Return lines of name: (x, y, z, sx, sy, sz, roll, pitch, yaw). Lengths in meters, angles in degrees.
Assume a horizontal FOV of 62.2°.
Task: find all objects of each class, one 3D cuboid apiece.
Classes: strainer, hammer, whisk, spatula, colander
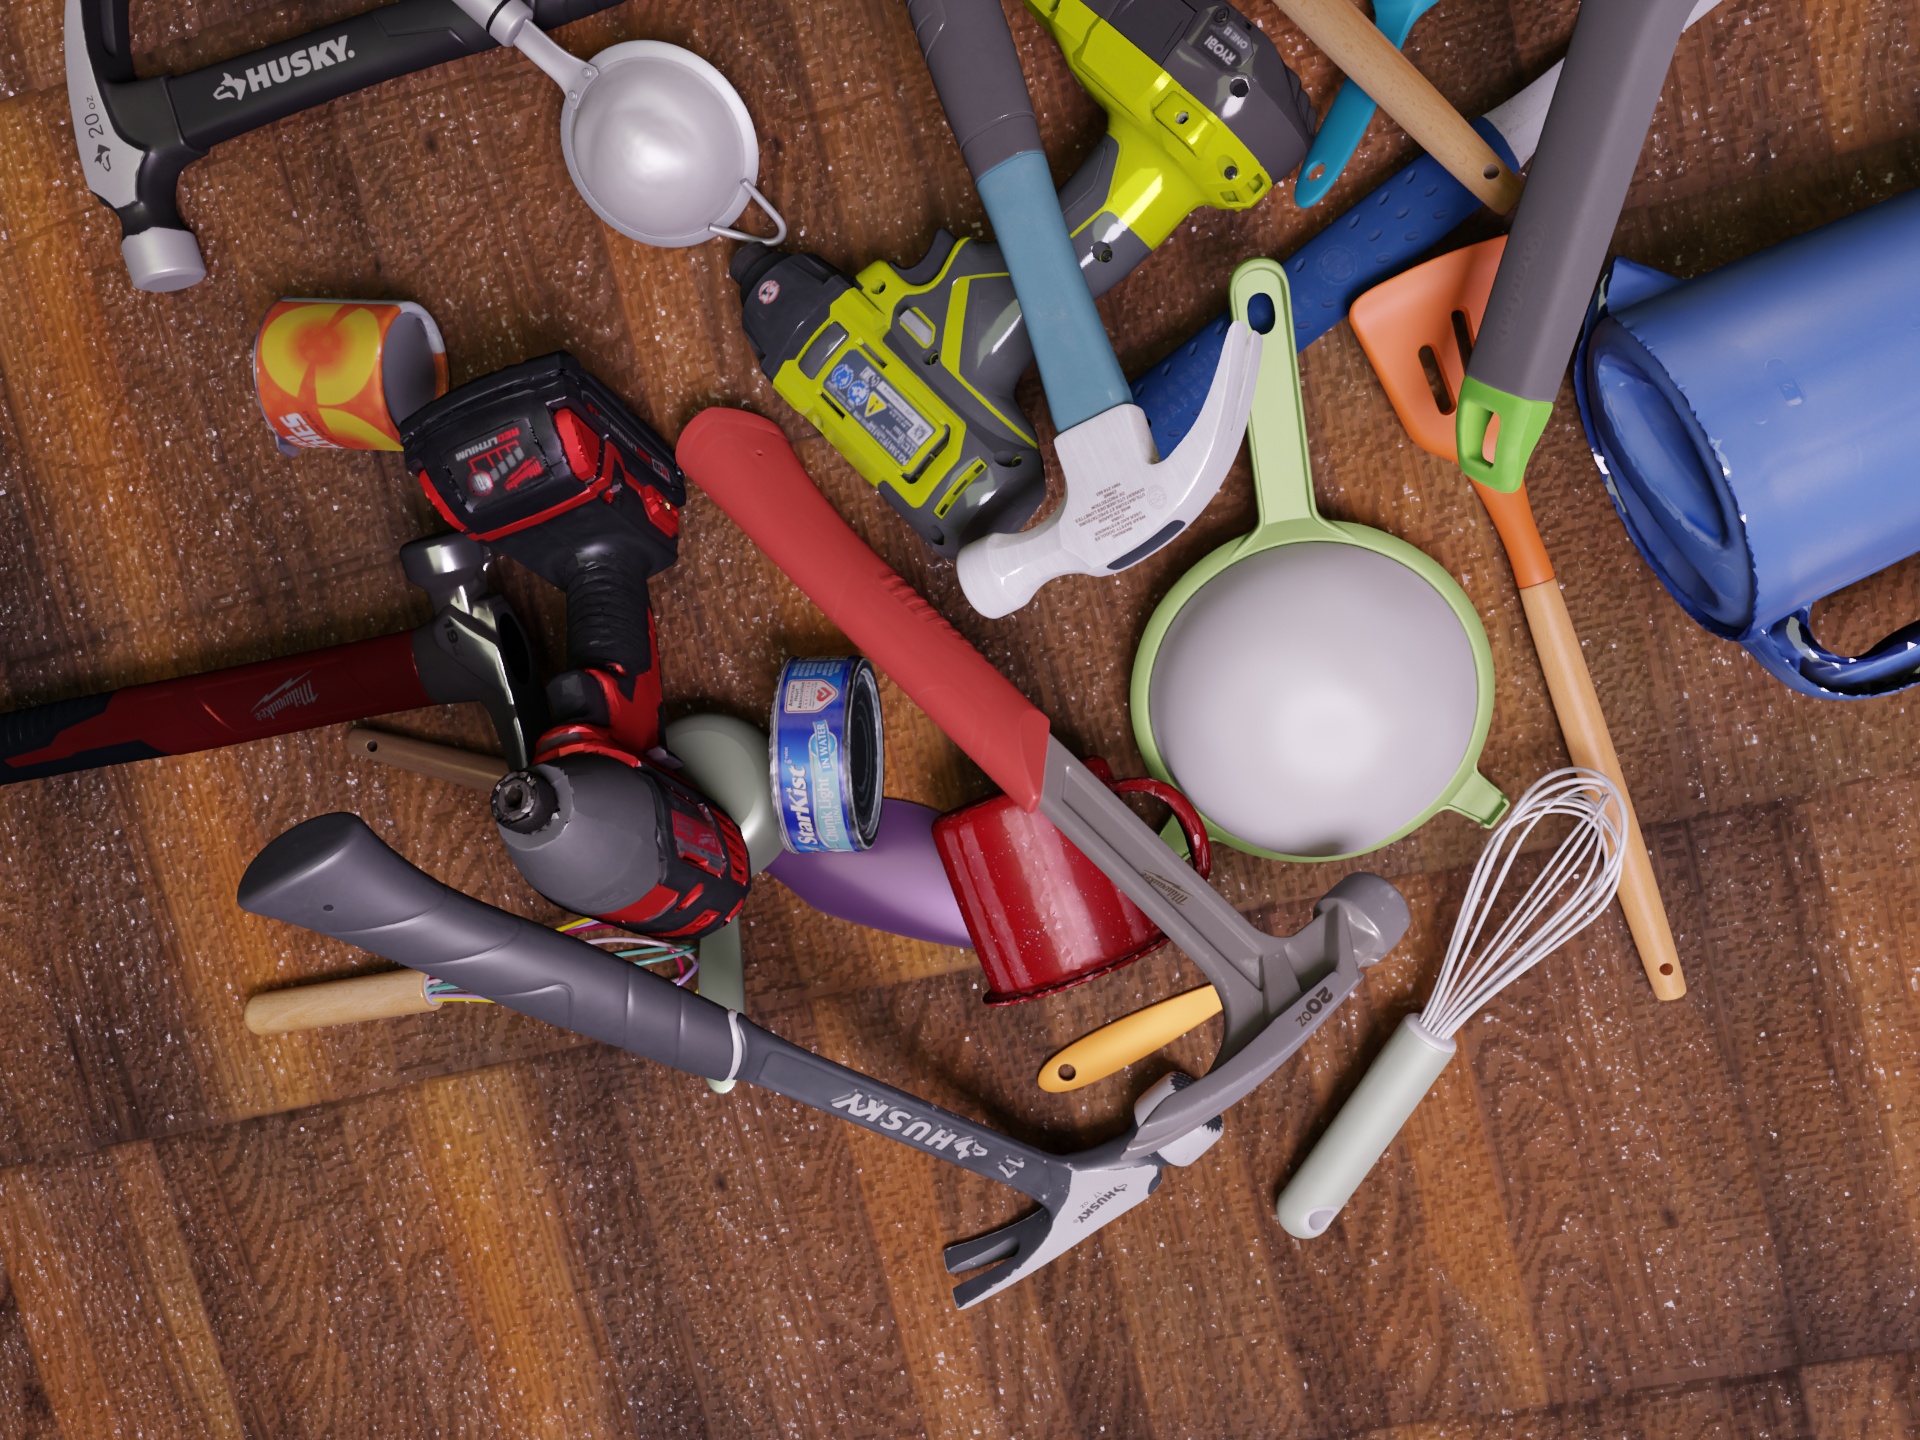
strainer: (-0.180, -0.280, 0.653, 0.258, 0.050, 0.087, 40, 123, -11)
hammer: (-0.373, 0.015, 0.743, 0.386, 0.038, 0.143, -10, 104, 15)
whisk: (-0.229, 0.126, 0.748, 0.245, 0.051, 0.047, -10, 102, 13)
hammer: (-0.078, 0.135, 0.617, 0.408, 0.036, 0.149, 31, 113, -33)
hammer: (0.013, -0.213, 0.584, 0.128, 0.033, 0.331, -21, 82, 25)
spatula: (0.245, -0.033, 0.651, 0.081, 0.041, 0.322, -19, 95, 9)
hammer: (-0.001, -0.002, 0.625, 0.359, 0.149, 0.036, 44, 146, 21)
spatula: (-0.134, 0.043, 0.733, 0.316, 0.018, 0.060, 13, 89, 6)
strainer: (0.135, -0.052, 0.631, 0.151, 0.069, 0.256, -8, 107, 9)
hammer: (-0.237, -0.306, 0.694, 0.335, 0.035, 0.146, -14, 96, 10)
hammer: (0.219, -0.241, 0.630, 0.405, 0.035, 0.144, -38, 91, 12)
whisk: (0.202, 0.125, 0.671, 0.057, 0.059, 0.246, 17, 112, -29)
colander: (0.259, -0.265, 0.518, 0.094, 0.205, 0.397, 0, 116, -23)

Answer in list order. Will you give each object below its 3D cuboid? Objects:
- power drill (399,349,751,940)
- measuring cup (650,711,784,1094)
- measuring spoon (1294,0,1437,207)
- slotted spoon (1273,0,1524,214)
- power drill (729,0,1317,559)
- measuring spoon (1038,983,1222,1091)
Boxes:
power drill: (-0.151, -0.026, 0.632, 0.078, 0.143, 0.220, -20, 69, 12)
measuring cup: (-0.109, 0.076, 0.692, 0.083, 0.038, 0.168, -5, 73, 2)
measuring spoon: (0.157, -0.262, 0.622, 0.042, 0.021, 0.128, 23, 86, 46)
slotted spoon: (0.107, -0.310, 0.615, 0.070, 0.031, 0.314, -42, 81, 9)
power drill: (0.016, -0.200, 0.640, 0.223, 0.080, 0.171, -47, 71, 14)
measuring spoon: (0.086, 0.140, 0.714, 0.117, 0.011, 0.021, -29, 92, 12)
